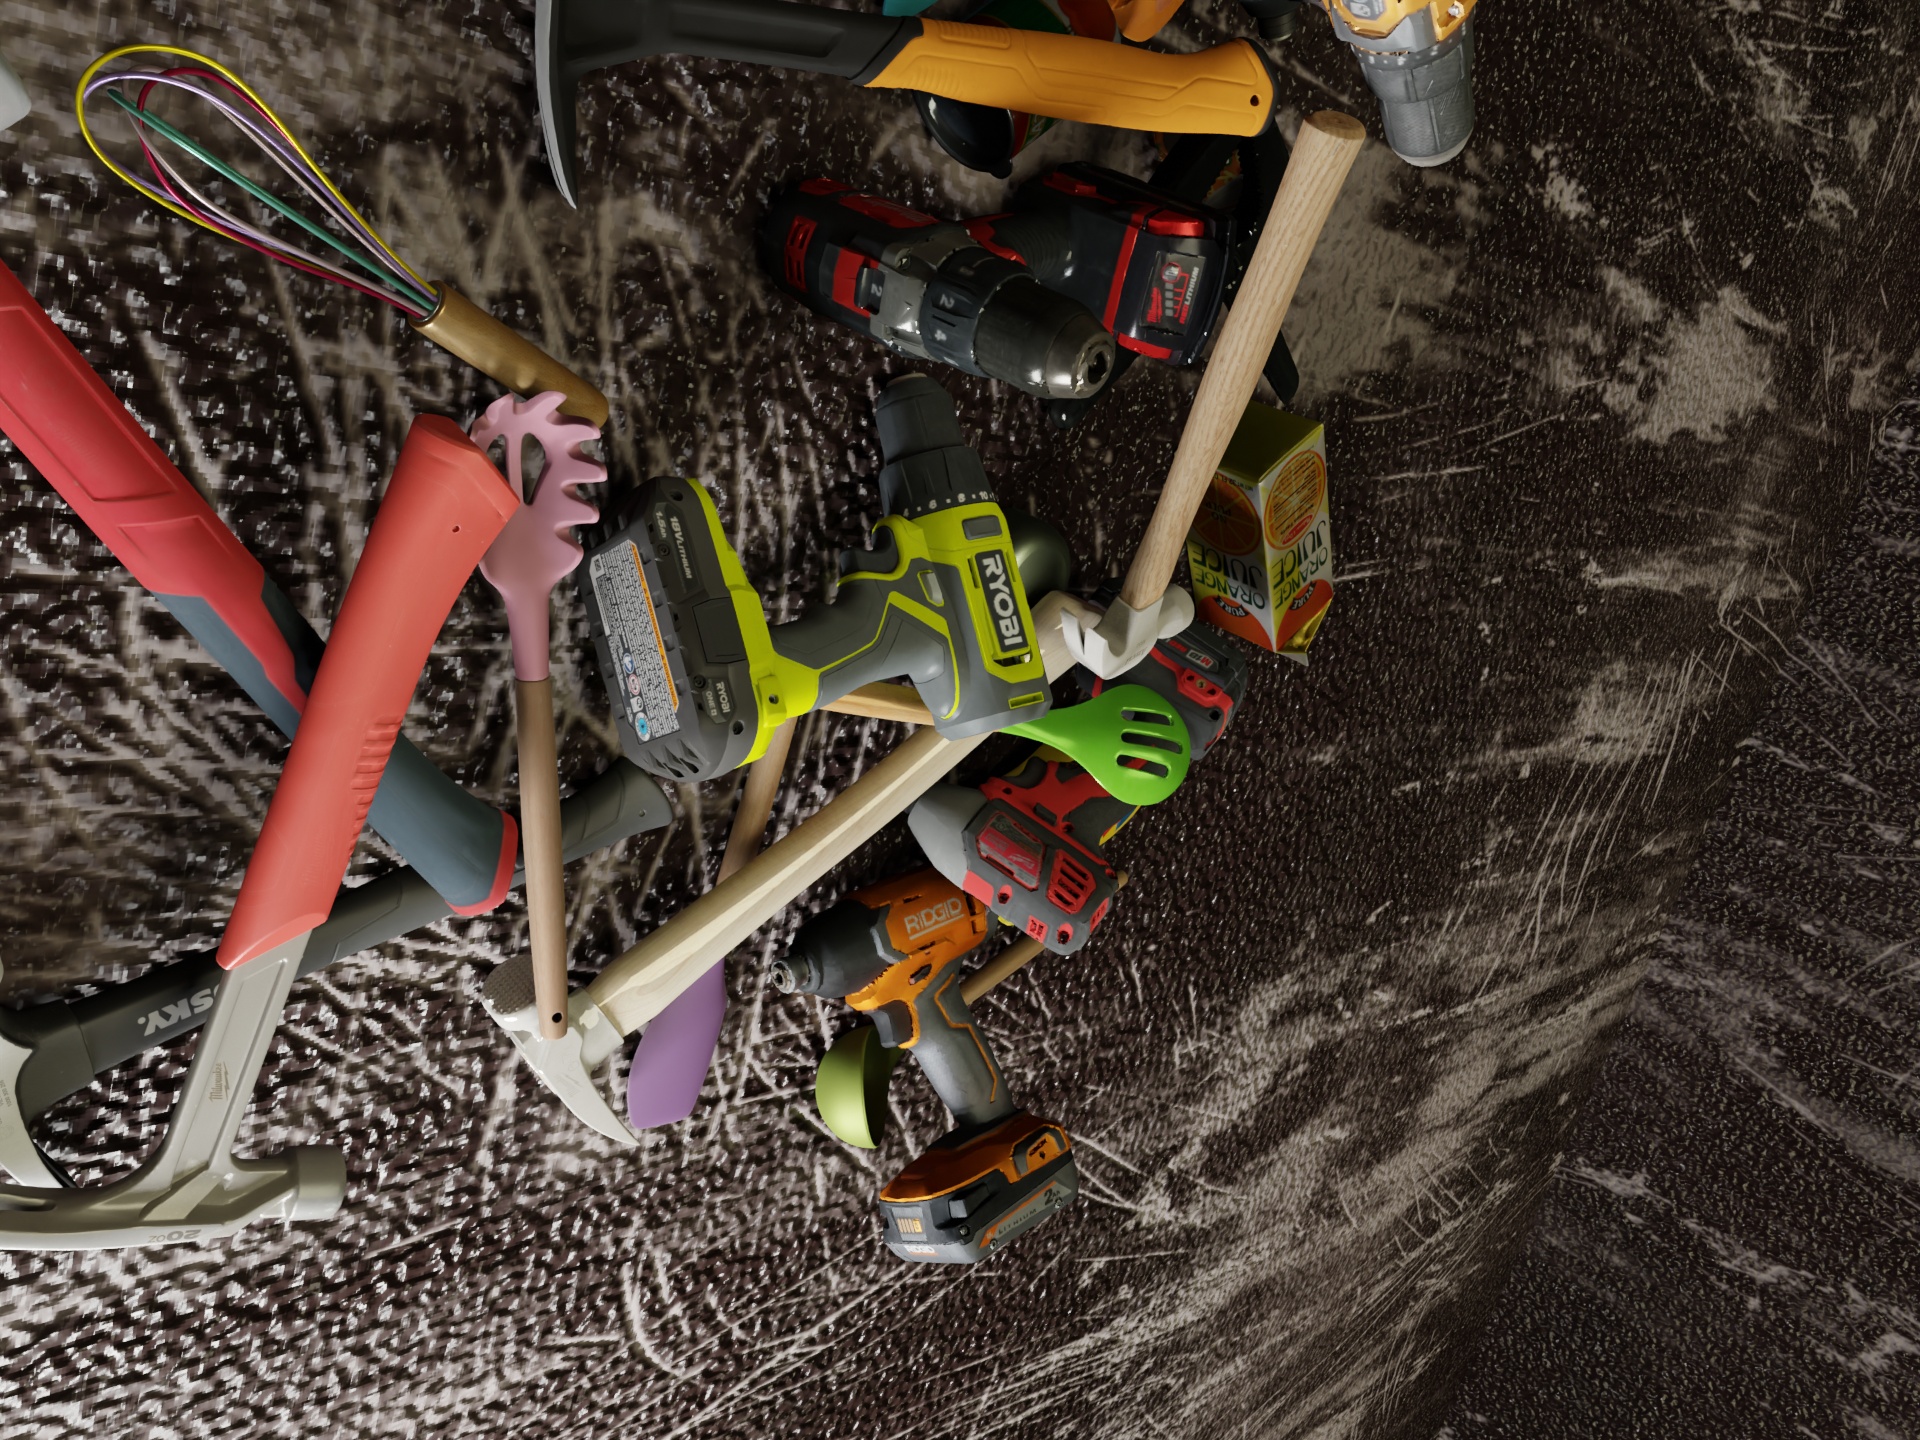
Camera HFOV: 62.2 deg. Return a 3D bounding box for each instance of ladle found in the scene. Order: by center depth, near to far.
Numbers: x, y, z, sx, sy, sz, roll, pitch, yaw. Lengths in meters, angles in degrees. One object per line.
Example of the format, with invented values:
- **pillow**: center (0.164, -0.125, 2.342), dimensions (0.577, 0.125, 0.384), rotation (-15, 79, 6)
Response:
- **ladle**: center (0.022, 0.186, 1.105), dimensions (0.320, 0.062, 0.078), rotation (-31, 125, -37)

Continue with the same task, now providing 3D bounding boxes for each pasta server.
- **pasta server**: center (-0.189, 0.008, 0.717), dimensions (0.060, 0.040, 0.316), rotation (-9, 113, -29)

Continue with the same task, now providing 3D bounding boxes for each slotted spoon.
- **slotted spoon**: center (-0.001, -0.003, 0.873), dimensions (0.313, 0.031, 0.070), rotation (9, 79, -23)

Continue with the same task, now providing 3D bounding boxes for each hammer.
- **hammer**: center (-0.289, -0.042, 0.583), dimensions (0.143, 0.038, 0.385), rotation (-44, 134, -19)
- **hammer**: center (-0.262, 0.051, 0.609), dimensions (0.149, 0.037, 0.359), rotation (12, 110, -42)
- **hammer**: center (-0.011, -0.277, 0.686), dimensions (0.336, 0.034, 0.127), rotation (-3, 118, -23)
- **hammer**: center (-0.274, 0.096, 0.720), dimensions (0.335, 0.035, 0.146), rotation (-25, 129, -38)
- **hammer**: center (0.131, -0.155, 0.837), dimensions (0.130, 0.031, 0.331), rotation (-34, 152, -45)
- **hammer**: center (-0.067, 0.067, 0.900), dimensions (0.410, 0.038, 0.146), rotation (-39, 137, -19)

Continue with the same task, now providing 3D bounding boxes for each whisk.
- **whisk**: center (-0.218, -0.172, 0.607), dimensions (0.244, 0.051, 0.047), rotation (31, 83, -56)

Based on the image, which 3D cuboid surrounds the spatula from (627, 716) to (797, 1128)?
- **spatula**: center (-0.132, 0.096, 0.898), dimensions (0.059, 0.018, 0.316), rotation (2, 112, -48)

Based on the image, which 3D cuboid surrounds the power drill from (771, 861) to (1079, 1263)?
- **power drill**: center (-0.025, 0.209, 0.975), dimensions (0.164, 0.084, 0.226), rotation (-16, 88, -43)

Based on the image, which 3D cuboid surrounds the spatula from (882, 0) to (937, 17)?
- **spatula**: center (-0.040, -0.452, 0.649), dimensions (0.082, 0.044, 0.317), rotation (-43, 135, -22)

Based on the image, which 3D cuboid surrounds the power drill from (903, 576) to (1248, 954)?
- **power drill**: center (0.069, 0.024, 0.985), dimensions (0.220, 0.143, 0.078), rotation (-51, 165, -23)

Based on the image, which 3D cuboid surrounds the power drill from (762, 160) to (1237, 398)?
- **power drill**: center (0.042, -0.210, 0.767), dimensions (0.226, 0.188, 0.080), rotation (-20, 133, -45)

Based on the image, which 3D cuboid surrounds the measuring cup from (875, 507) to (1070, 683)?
- **measuring cup**: center (0.004, -0.059, 0.936), dimensions (0.167, 0.038, 0.083), rotation (-42, 139, -26)

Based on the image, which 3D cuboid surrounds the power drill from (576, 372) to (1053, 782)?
- **power drill**: center (-0.065, -0.072, 0.784), dimensions (0.228, 0.080, 0.190), rotation (-14, 89, -39)

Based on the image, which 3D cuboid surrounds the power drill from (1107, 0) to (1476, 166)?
- **power drill**: center (0.141, -0.355, 0.748), dimensions (0.084, 0.226, 0.185), rotation (-52, 142, -11)

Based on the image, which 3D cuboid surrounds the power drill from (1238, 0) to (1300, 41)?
- **power drill**: center (0.202, -0.484, 0.842), dimensions (0.223, 0.080, 0.171), rotation (-45, 136, -26)
